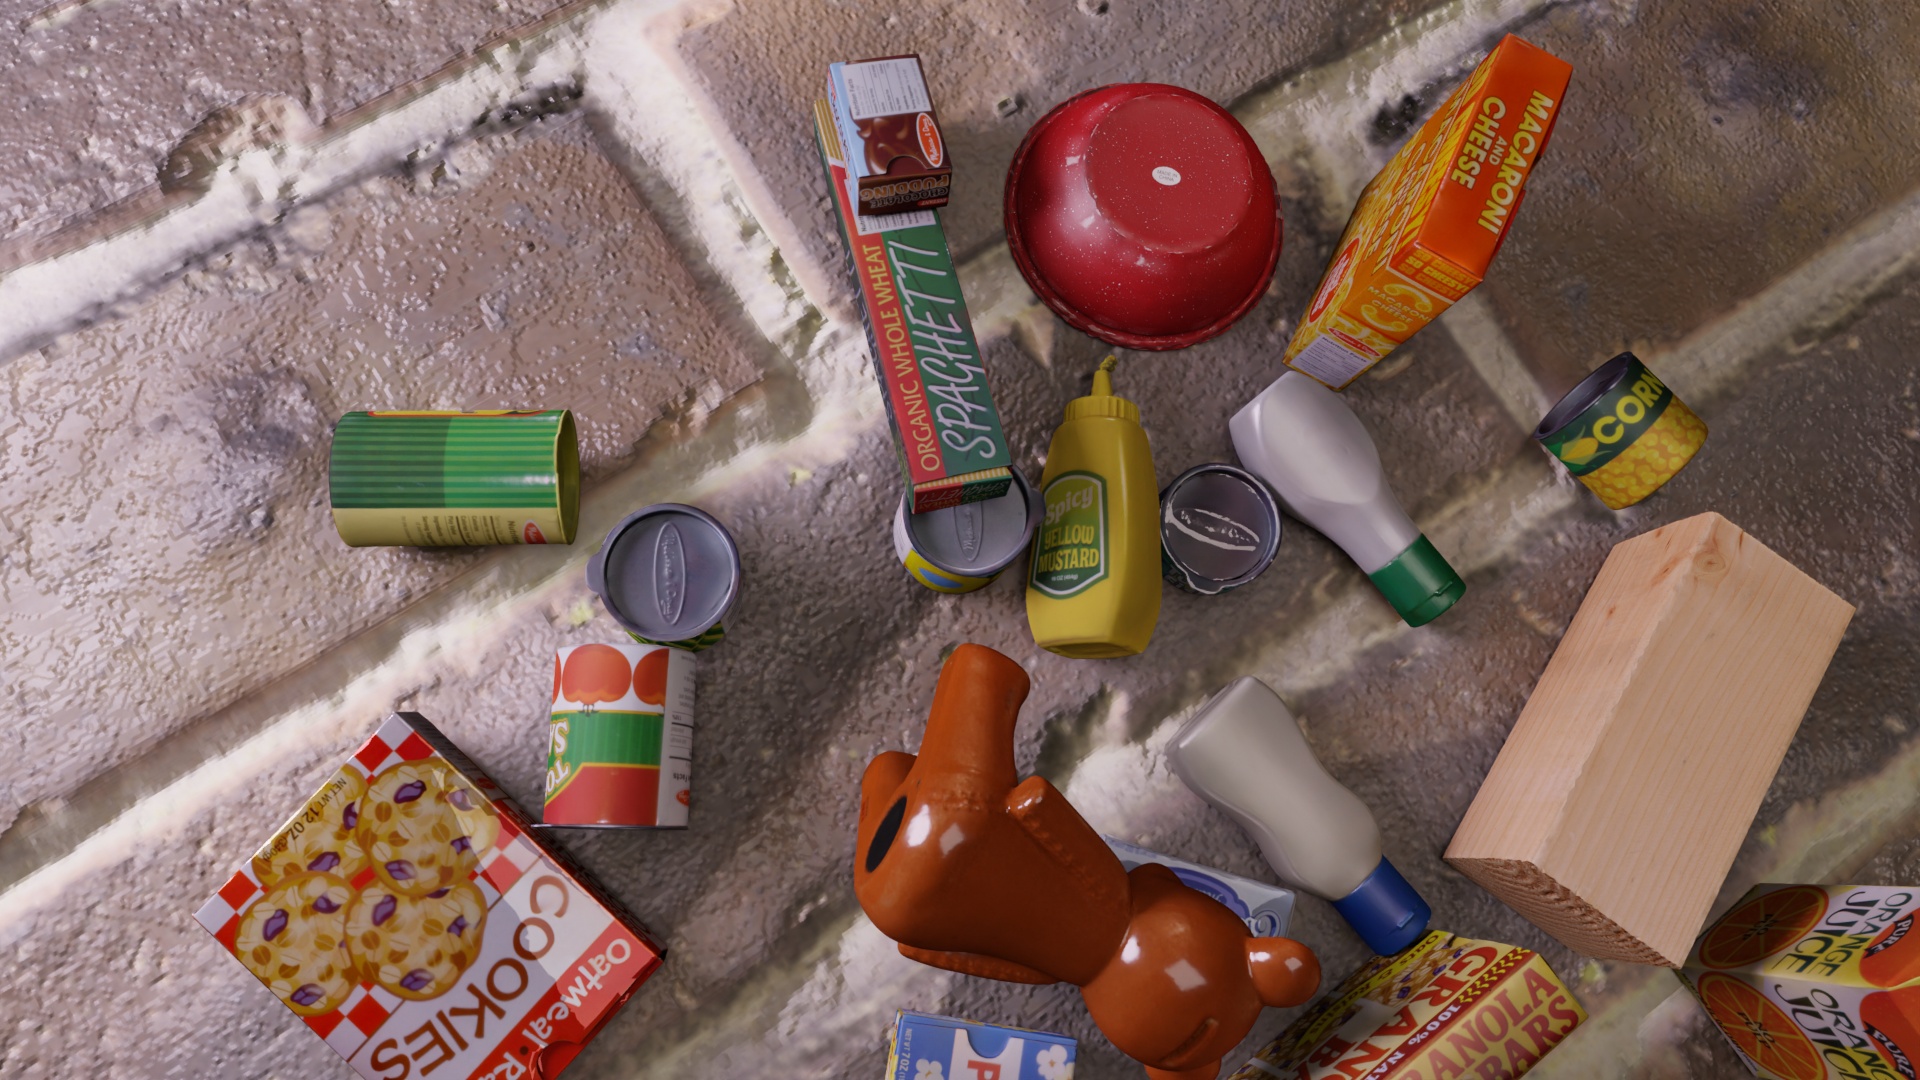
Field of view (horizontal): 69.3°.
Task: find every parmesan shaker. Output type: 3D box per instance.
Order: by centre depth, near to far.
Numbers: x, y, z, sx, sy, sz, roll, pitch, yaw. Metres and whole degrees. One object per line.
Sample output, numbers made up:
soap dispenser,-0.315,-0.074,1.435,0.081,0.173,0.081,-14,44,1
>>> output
parmesan shaker,-0.240,-0.031,0.666,0.103,0.071,0.071,0,78,-7

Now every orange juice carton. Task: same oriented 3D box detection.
orange juice carton,0.431,0.209,0.639,0.073,0.192,0.072,-34,84,-13

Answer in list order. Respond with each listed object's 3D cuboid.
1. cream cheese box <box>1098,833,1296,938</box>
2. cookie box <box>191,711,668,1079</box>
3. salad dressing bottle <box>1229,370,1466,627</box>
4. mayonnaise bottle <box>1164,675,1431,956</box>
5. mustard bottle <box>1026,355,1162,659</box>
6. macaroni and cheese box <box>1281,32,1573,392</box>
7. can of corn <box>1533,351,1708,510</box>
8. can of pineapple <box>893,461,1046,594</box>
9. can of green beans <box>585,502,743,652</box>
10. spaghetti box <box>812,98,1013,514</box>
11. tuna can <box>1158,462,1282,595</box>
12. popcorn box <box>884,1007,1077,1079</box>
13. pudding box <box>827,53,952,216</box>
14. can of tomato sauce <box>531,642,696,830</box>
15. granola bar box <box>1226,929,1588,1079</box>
cream cheese box,0.110,0.185,0.688,0.104,0.024,0.053,18,78,-3
cookie box,-0.237,0.179,0.632,0.167,0.040,0.123,42,81,3
salad dressing bottle,0.206,-0.021,0.737,0.064,0.044,0.147,-38,86,-15
mayonnaise bottle,0.173,0.141,0.699,0.065,0.041,0.148,-41,87,-13
mustard bottle,0.069,-0.021,0.709,0.049,0.065,0.160,22,65,-47
macaroni and cheese box,0.233,-0.159,0.707,0.040,0.166,0.124,28,76,-2
can of corn,0.358,-0.059,0.751,0.058,0.071,0.071,45,76,3
can of pineapple,0.002,-0.009,0.700,0.071,0.057,0.071,2,78,-7
can of green beans,-0.139,0.020,0.675,0.071,0.057,0.071,2,78,-7
spaghetti box,-0.028,-0.127,0.702,0.050,0.028,0.251,-11,63,-9
tuna can,0.131,-0.003,0.728,0.071,0.032,0.071,2,78,-7
popcorn box,0.002,0.289,0.645,0.085,0.038,0.127,10,77,-4
pudding box,-0.037,-0.208,0.711,0.050,0.030,0.084,-9,63,-10
can of tomato sauce,-0.161,0.093,0.652,0.071,0.071,0.083,2,77,-7
granola bar box,0.183,0.245,0.634,0.166,0.124,0.039,-34,86,-13
